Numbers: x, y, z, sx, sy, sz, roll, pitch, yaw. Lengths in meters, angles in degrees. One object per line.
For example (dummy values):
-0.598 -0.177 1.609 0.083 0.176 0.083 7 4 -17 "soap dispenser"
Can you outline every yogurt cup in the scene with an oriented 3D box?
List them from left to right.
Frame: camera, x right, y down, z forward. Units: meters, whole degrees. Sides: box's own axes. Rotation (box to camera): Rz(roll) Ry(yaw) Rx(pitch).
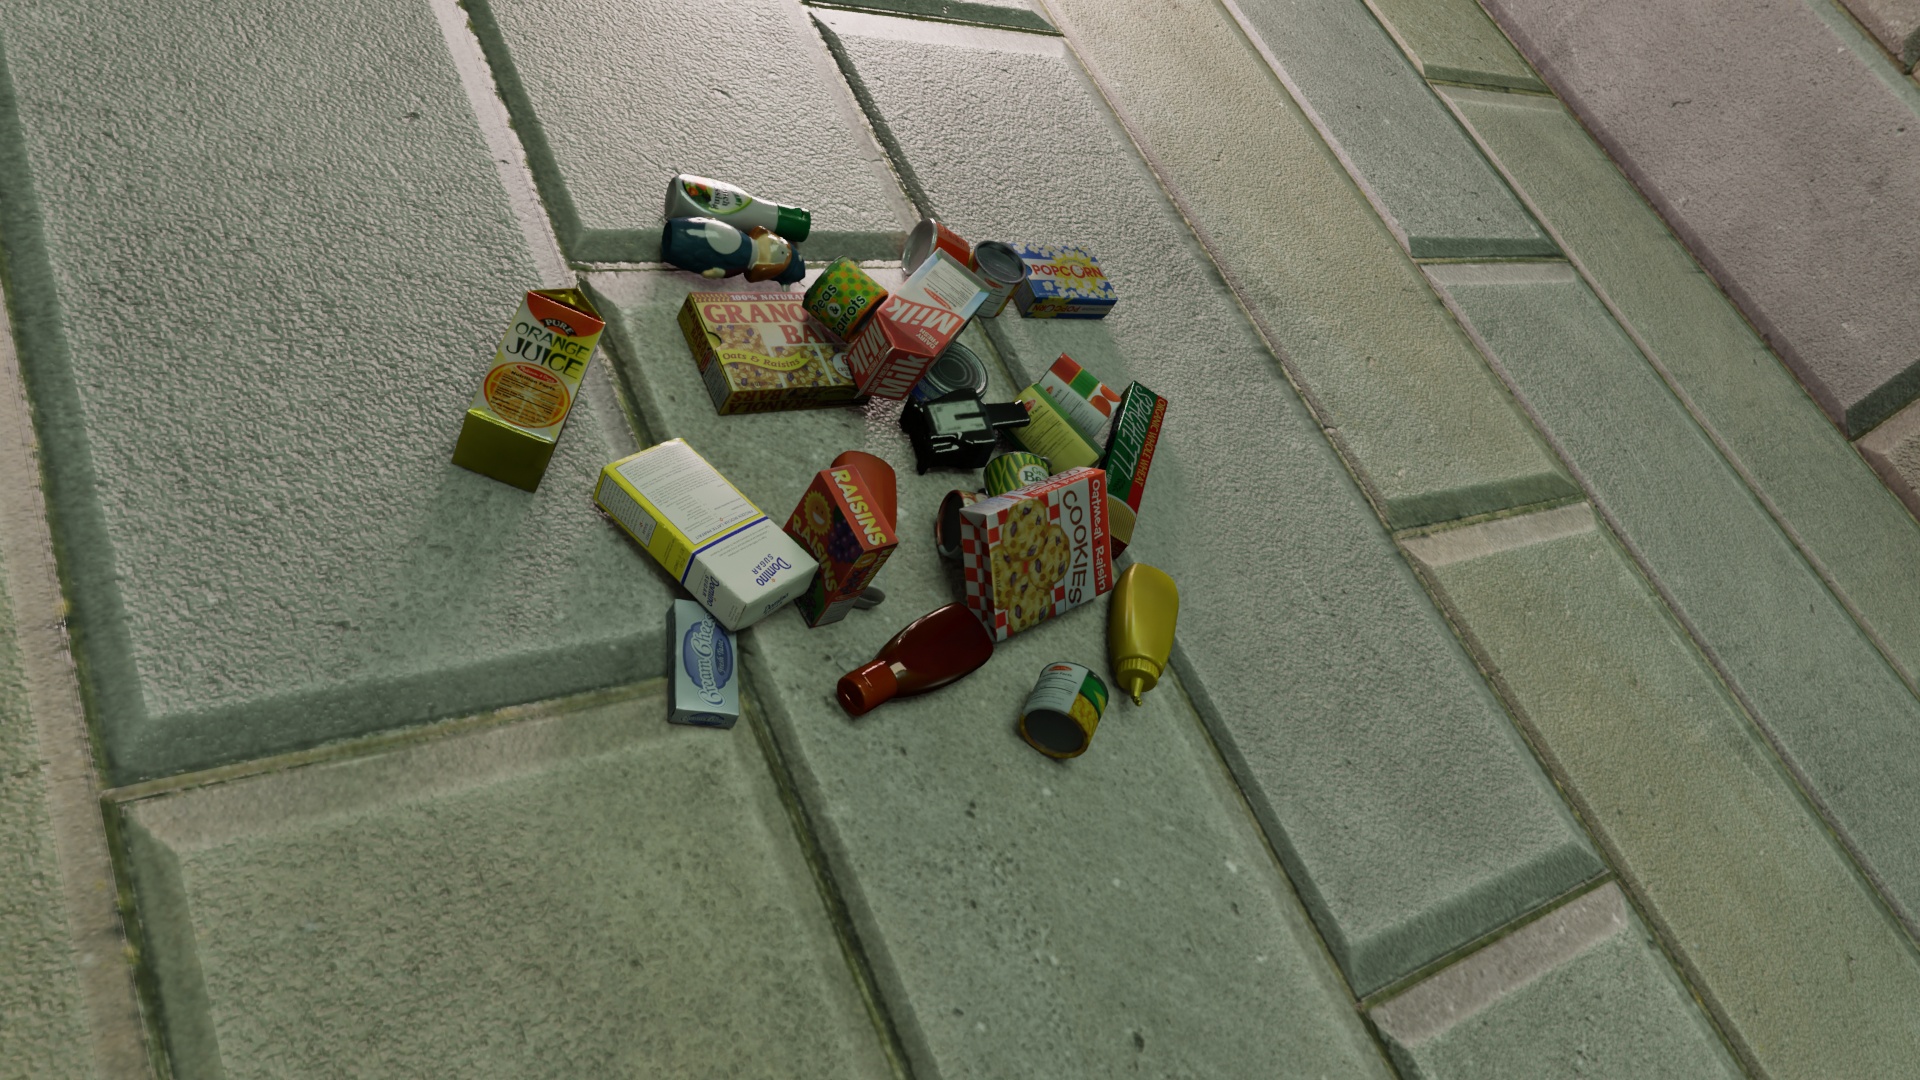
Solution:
-0.026 -0.315 1.535 0.054 0.072 0.073 18 48 -30 "yogurt cup"

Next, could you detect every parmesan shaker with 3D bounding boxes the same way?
0.091 -0.102 1.439 0.103 0.071 0.072 47 45 7 "parmesan shaker"

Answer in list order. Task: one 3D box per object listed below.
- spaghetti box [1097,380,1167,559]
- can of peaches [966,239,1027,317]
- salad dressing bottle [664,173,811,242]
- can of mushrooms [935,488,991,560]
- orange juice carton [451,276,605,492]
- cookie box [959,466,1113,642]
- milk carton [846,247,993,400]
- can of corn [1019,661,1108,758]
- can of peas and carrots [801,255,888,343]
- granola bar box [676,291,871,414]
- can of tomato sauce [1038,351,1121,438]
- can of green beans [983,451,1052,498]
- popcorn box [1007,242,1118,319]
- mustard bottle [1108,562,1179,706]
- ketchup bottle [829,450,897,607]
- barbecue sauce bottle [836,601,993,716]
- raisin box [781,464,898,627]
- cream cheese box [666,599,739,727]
0.178 -0.082 1.500 0.050 0.028 0.251 31 45 -9 "spaghetti box"
0.033 -0.294 1.558 0.071 0.057 0.071 17 48 -20 "can of peaches"
-0.229 -0.341 1.441 0.148 0.043 0.064 6 52 -29 "salad dressing bottle"
0.005 -0.016 1.311 0.033 0.070 0.071 8 52 -25 "can of mushrooms"
-0.359 -0.142 1.181 0.073 0.071 0.194 22 47 -16 "orange juice carton"
0.074 0.009 1.305 0.168 0.040 0.122 -21 113 -41 "cookie box"
-0.047 -0.207 1.376 0.073 0.072 0.191 38 43 -3 "milk carton"
0.093 0.153 1.235 0.071 0.070 0.058 35 45 -3 "can of corn"
-0.113 -0.234 1.356 0.059 0.070 0.071 40 45 0 "can of peas and carrots"
-0.176 -0.186 1.354 0.166 0.038 0.124 -8 60 -36 "granola bar box"
0.122 -0.153 1.495 0.083 0.070 0.071 38 45 -1 "can of tomato sauce"
0.057 -0.045 1.368 0.071 0.071 0.058 14 50 -23 "can of green beans"
0.114 -0.304 1.630 0.127 0.038 0.085 -5 60 -35 "popcorn box"
0.173 0.096 1.341 0.065 0.048 0.161 25 47 -12 "mustard bottle"
-0.087 -0.010 1.266 0.065 0.043 0.149 23 46 -32 "ketchup bottle"
-0.041 0.106 1.203 0.149 0.043 0.065 -25 71 -42 "barbecue sauce bottle"
-0.109 0.006 1.184 0.040 0.122 0.086 -13 63 -38 "raisin box"
-0.208 0.099 1.118 0.053 0.024 0.104 9 51 -25 "cream cheese box"
